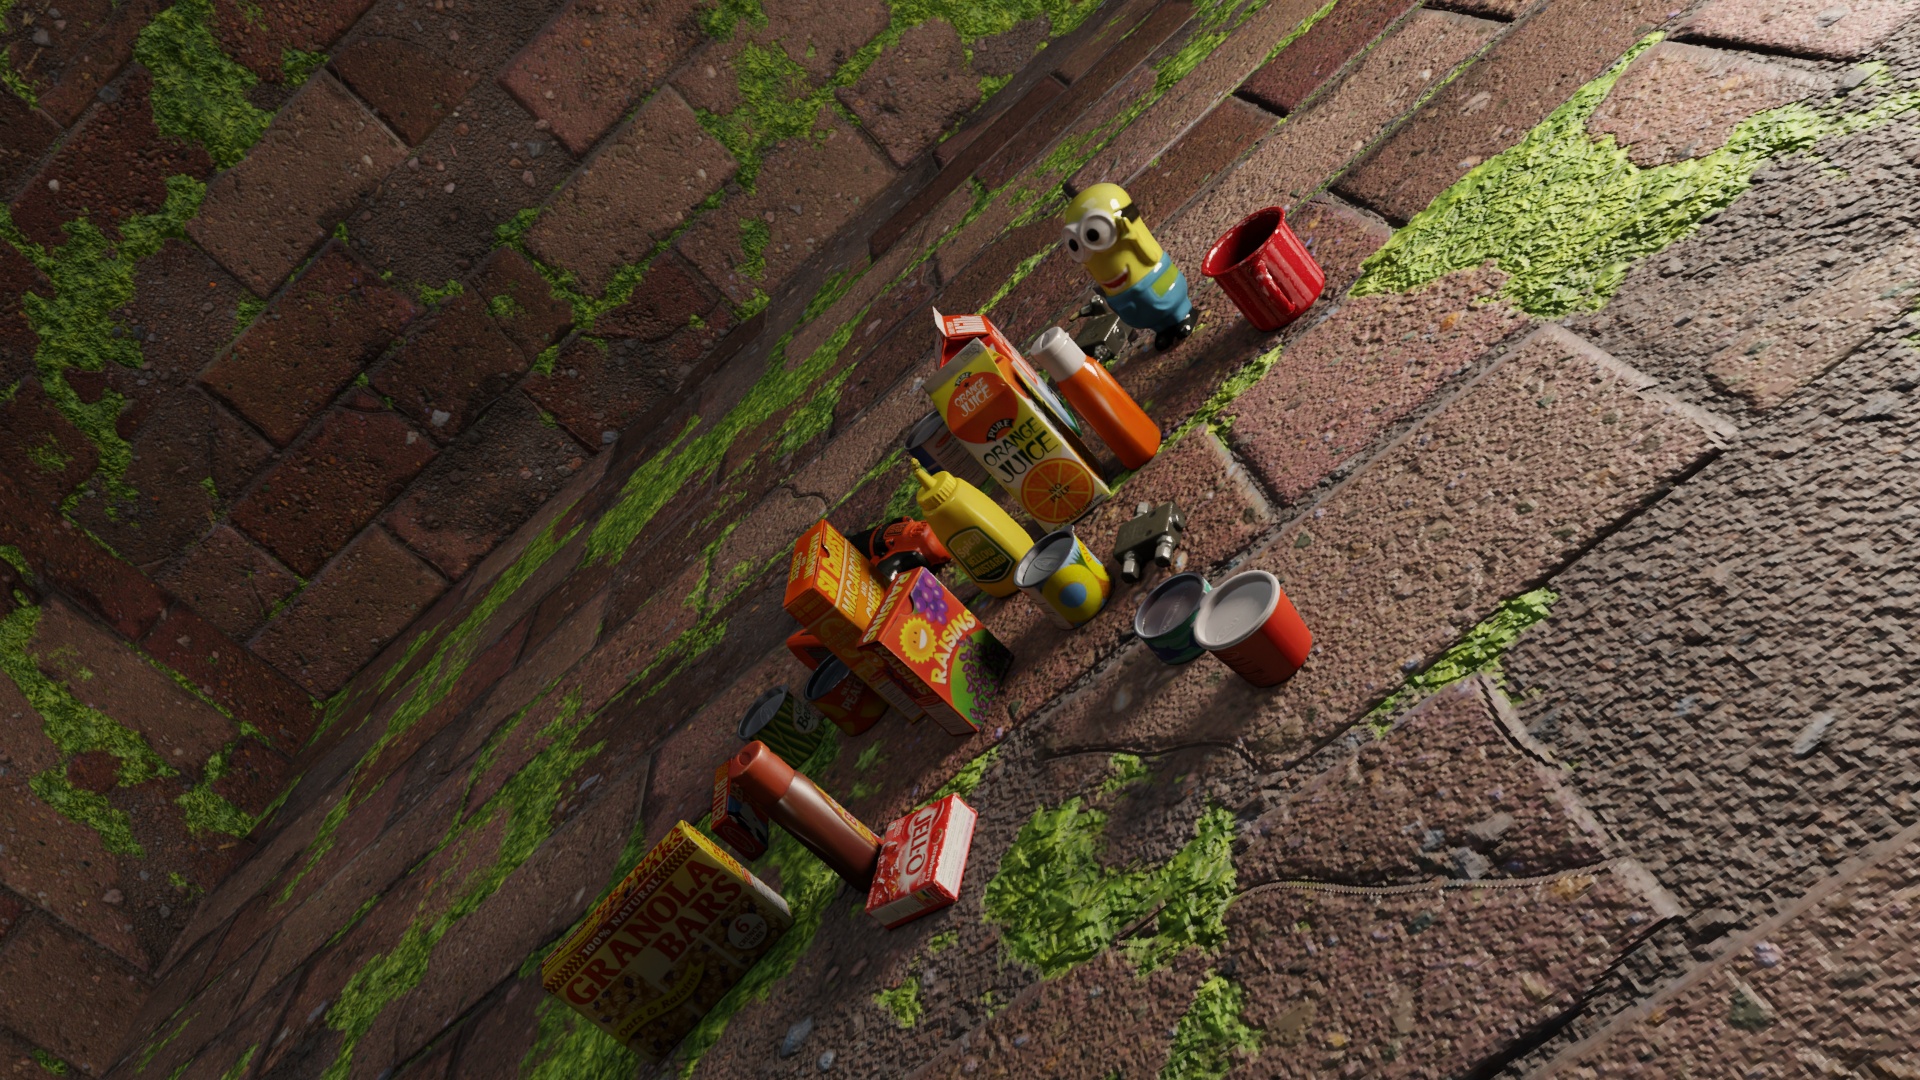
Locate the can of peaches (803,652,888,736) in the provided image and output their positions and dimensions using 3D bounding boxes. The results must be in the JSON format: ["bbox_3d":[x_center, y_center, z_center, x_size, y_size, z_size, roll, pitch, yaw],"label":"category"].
[{"bbox_3d":[-0.105,0.144,1.321,0.071,0.058,0.071,-37,23,19],"label":"can of peaches"}]

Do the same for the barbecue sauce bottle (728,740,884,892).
[{"bbox_3d":[-0.119,0.217,1.096,0.044,0.148,0.065,-49,22,-11],"label":"barbecue sauce bottle"}]

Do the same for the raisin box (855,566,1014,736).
[{"bbox_3d":[-0.020,0.094,1.174,0.040,0.123,0.086,-19,33,47],"label":"raisin box"}]

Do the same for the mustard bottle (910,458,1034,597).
[{"bbox_3d":[0.005,-0.016,1.277,0.065,0.160,0.049,-32,25,30],"label":"mustard bottle"}]

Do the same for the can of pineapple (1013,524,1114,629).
[{"bbox_3d":[0.090,0.032,1.181,0.071,0.057,0.071,-37,23,19],"label":"can of pineapple"}]

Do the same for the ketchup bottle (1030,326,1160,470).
[{"bbox_3d":[0.126,-0.135,1.290,0.043,0.148,0.065,-34,24,26],"label":"ketchup bottle"}]

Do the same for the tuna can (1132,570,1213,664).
[{"bbox_3d":[0.166,0.058,1.037,0.071,0.032,0.071,-37,23,19],"label":"tuna can"}]

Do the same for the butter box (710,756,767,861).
[{"bbox_3d":[-0.208,0.253,1.315,0.024,0.053,0.104,-41,22,11],"label":"butter box"}]

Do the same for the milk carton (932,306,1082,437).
[{"bbox_3d":[0.036,-0.164,1.443,0.073,0.190,0.072,-40,22,12],"label":"milk carton"}]

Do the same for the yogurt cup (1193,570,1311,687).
[{"bbox_3d":[0.200,0.062,0.941,0.072,0.054,0.073,-37,23,19],"label":"yogurt cup"}]

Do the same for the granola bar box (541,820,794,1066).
[{"bbox_3d":[-0.239,0.329,1.140,0.165,0.124,0.039,-46,22,-2],"label":"granola bar box"}]

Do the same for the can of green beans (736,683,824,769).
[{"bbox_3d":[-0.177,0.187,1.371,0.071,0.057,0.071,-37,23,19],"label":"can of green beans"}]

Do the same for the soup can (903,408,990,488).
[{"bbox_3d":[-0.012,-0.098,1.553,0.071,0.083,0.072,-37,23,19],"label":"soup can"}]

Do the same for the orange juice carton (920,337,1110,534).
[{"bbox_3d":[0.051,-0.100,1.301,0.071,0.192,0.073,-38,23,17],"label":"orange juice carton"}]

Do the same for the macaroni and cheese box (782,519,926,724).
[{"bbox_3d":[-0.084,0.072,1.269,0.040,0.166,0.124,-37,23,18],"label":"macaroni and cheese box"}]
